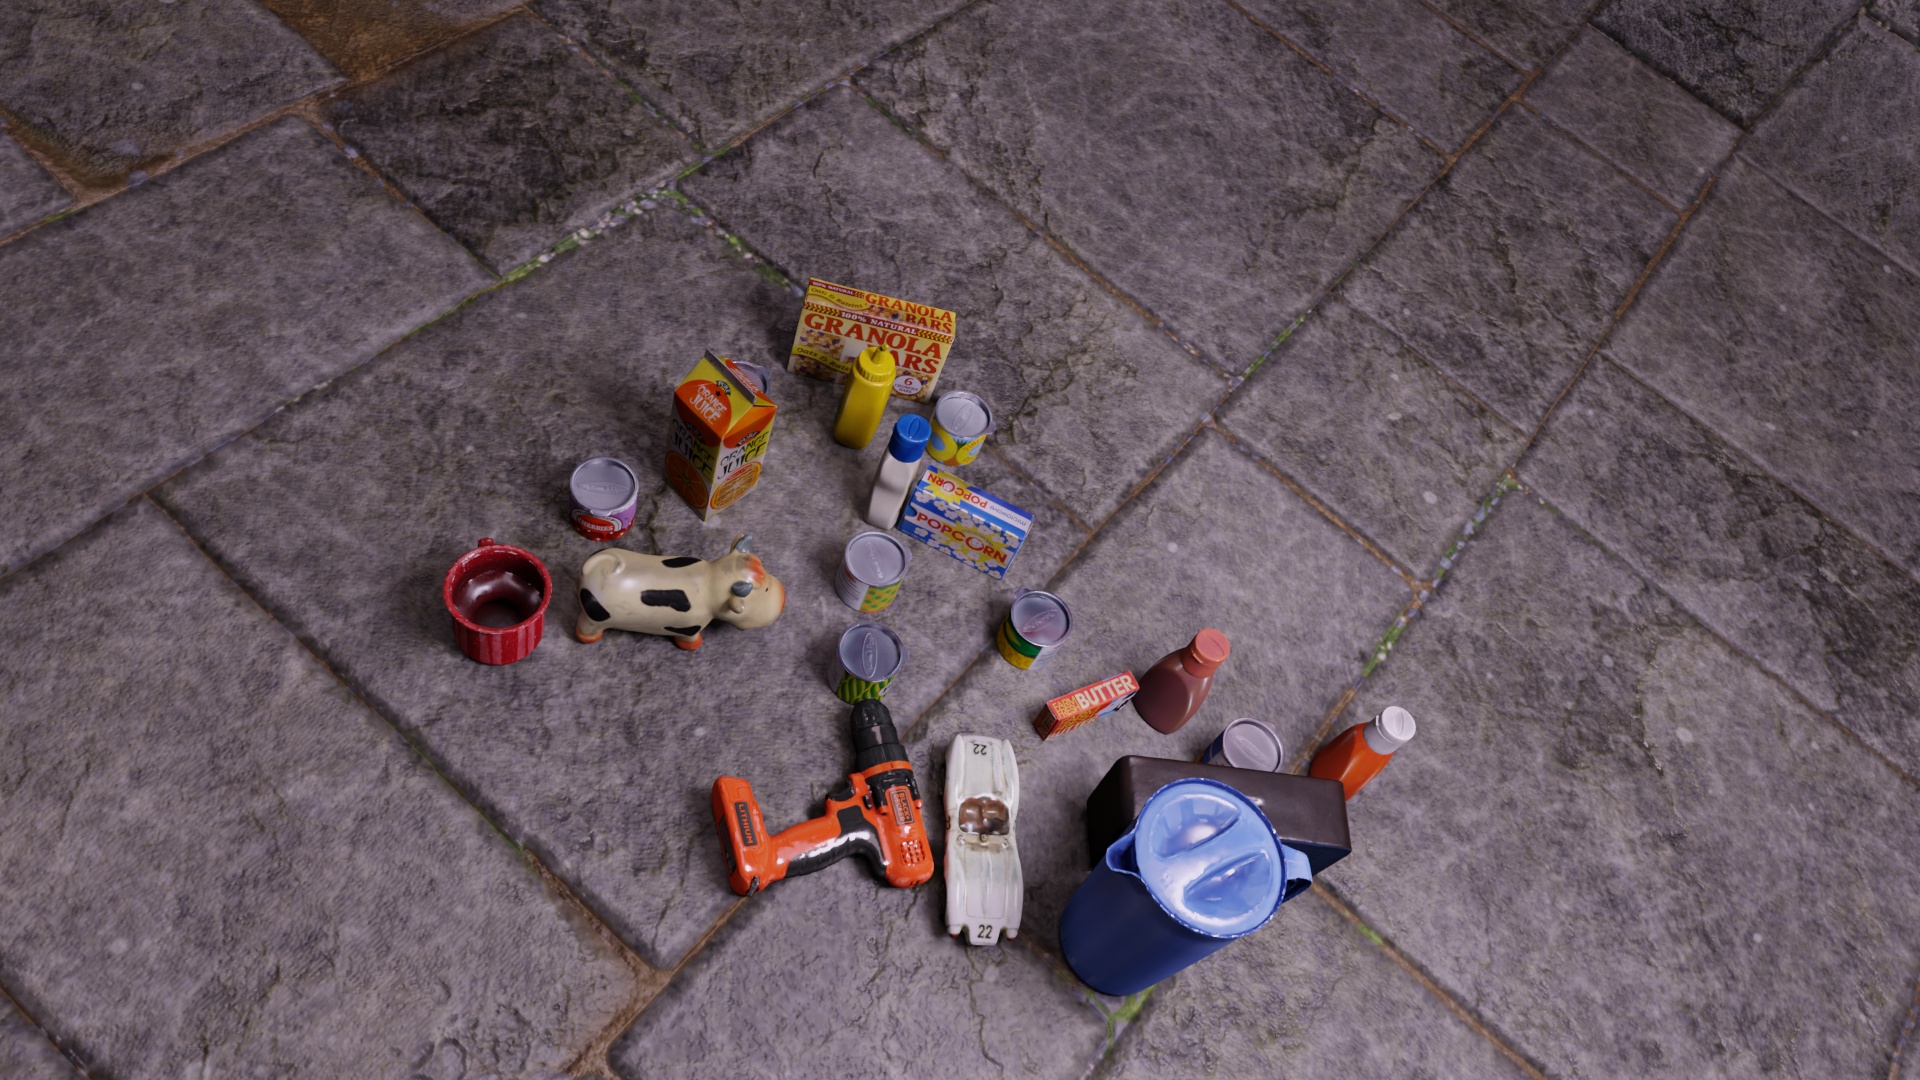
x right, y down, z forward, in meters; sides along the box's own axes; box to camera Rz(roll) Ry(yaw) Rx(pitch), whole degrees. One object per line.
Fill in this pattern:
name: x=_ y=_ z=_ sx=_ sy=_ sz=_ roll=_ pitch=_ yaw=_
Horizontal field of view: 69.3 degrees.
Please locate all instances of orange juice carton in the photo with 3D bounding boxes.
orange juice carton: x=-0.240 y=-0.109 z=1.384 sx=0.072 sy=0.191 sz=0.073 roll=45 pitch=57 yaw=13

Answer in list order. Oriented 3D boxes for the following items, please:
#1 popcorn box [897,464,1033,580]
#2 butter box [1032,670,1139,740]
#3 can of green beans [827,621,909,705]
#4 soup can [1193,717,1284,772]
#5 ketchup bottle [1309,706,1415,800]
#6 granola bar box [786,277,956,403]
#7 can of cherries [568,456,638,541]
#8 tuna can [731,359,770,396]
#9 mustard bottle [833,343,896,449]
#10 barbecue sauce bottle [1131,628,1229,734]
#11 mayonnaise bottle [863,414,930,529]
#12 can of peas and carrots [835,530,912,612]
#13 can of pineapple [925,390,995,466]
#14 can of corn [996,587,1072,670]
popcorn box: x=0.005 y=-0.018 z=1.469 sx=0.127 sy=0.084 sz=0.038 roll=26 pitch=54 yaw=0
butter box: x=0.127 y=0.167 z=1.407 sx=0.104 sy=0.052 sz=0.024 roll=-18 pitch=65 yaw=-26
can of green beans: x=-0.094 y=0.122 z=1.364 sx=0.071 sy=0.057 sz=0.071 roll=8 pitch=56 yaw=-12
soup can: x=0.280 y=0.224 z=1.399 sx=0.071 sy=0.083 sz=0.072 roll=8 pitch=56 yaw=-12
ketchup bottle: x=0.405 y=0.215 z=1.405 sx=0.043 sy=0.148 sz=0.065 roll=19 pitch=55 yaw=-5
granola bar box: x=-0.100 y=-0.220 z=1.543 sx=0.166 sy=0.123 sz=0.039 roll=12 pitch=56 yaw=-10
can of cherries: x=-0.357 y=-0.039 z=1.384 sx=0.071 sy=0.058 sz=0.072 roll=8 pitch=56 yaw=-12
tuna can: x=-0.241 y=-0.163 z=1.517 sx=0.071 sy=0.032 sz=0.071 roll=8 pitch=56 yaw=-12
mustard bottle: x=-0.099 y=-0.163 z=1.484 sx=0.049 sy=0.159 sz=0.065 roll=19 pitch=55 yaw=-5
barbecue sauce bottle: x=0.224 y=0.139 z=1.397 sx=0.044 sy=0.147 sz=0.065 roll=-32 pitch=72 yaw=-31
mayonnaise bottle: x=-0.065 y=-0.074 z=1.444 sx=0.041 sy=0.147 sz=0.065 roll=21 pitch=55 yaw=-4
can of peas and carrots: x=-0.089 y=0.032 z=1.423 sx=0.071 sy=0.058 sz=0.071 roll=8 pitch=56 yaw=-12
can of pineapple: x=-0.002 y=-0.123 z=1.552 sx=0.071 sy=0.057 sz=0.071 roll=8 pitch=56 yaw=-12
can of corn: x=0.074 y=0.091 z=1.436 sx=0.071 sy=0.058 sz=0.071 roll=8 pitch=56 yaw=-12
